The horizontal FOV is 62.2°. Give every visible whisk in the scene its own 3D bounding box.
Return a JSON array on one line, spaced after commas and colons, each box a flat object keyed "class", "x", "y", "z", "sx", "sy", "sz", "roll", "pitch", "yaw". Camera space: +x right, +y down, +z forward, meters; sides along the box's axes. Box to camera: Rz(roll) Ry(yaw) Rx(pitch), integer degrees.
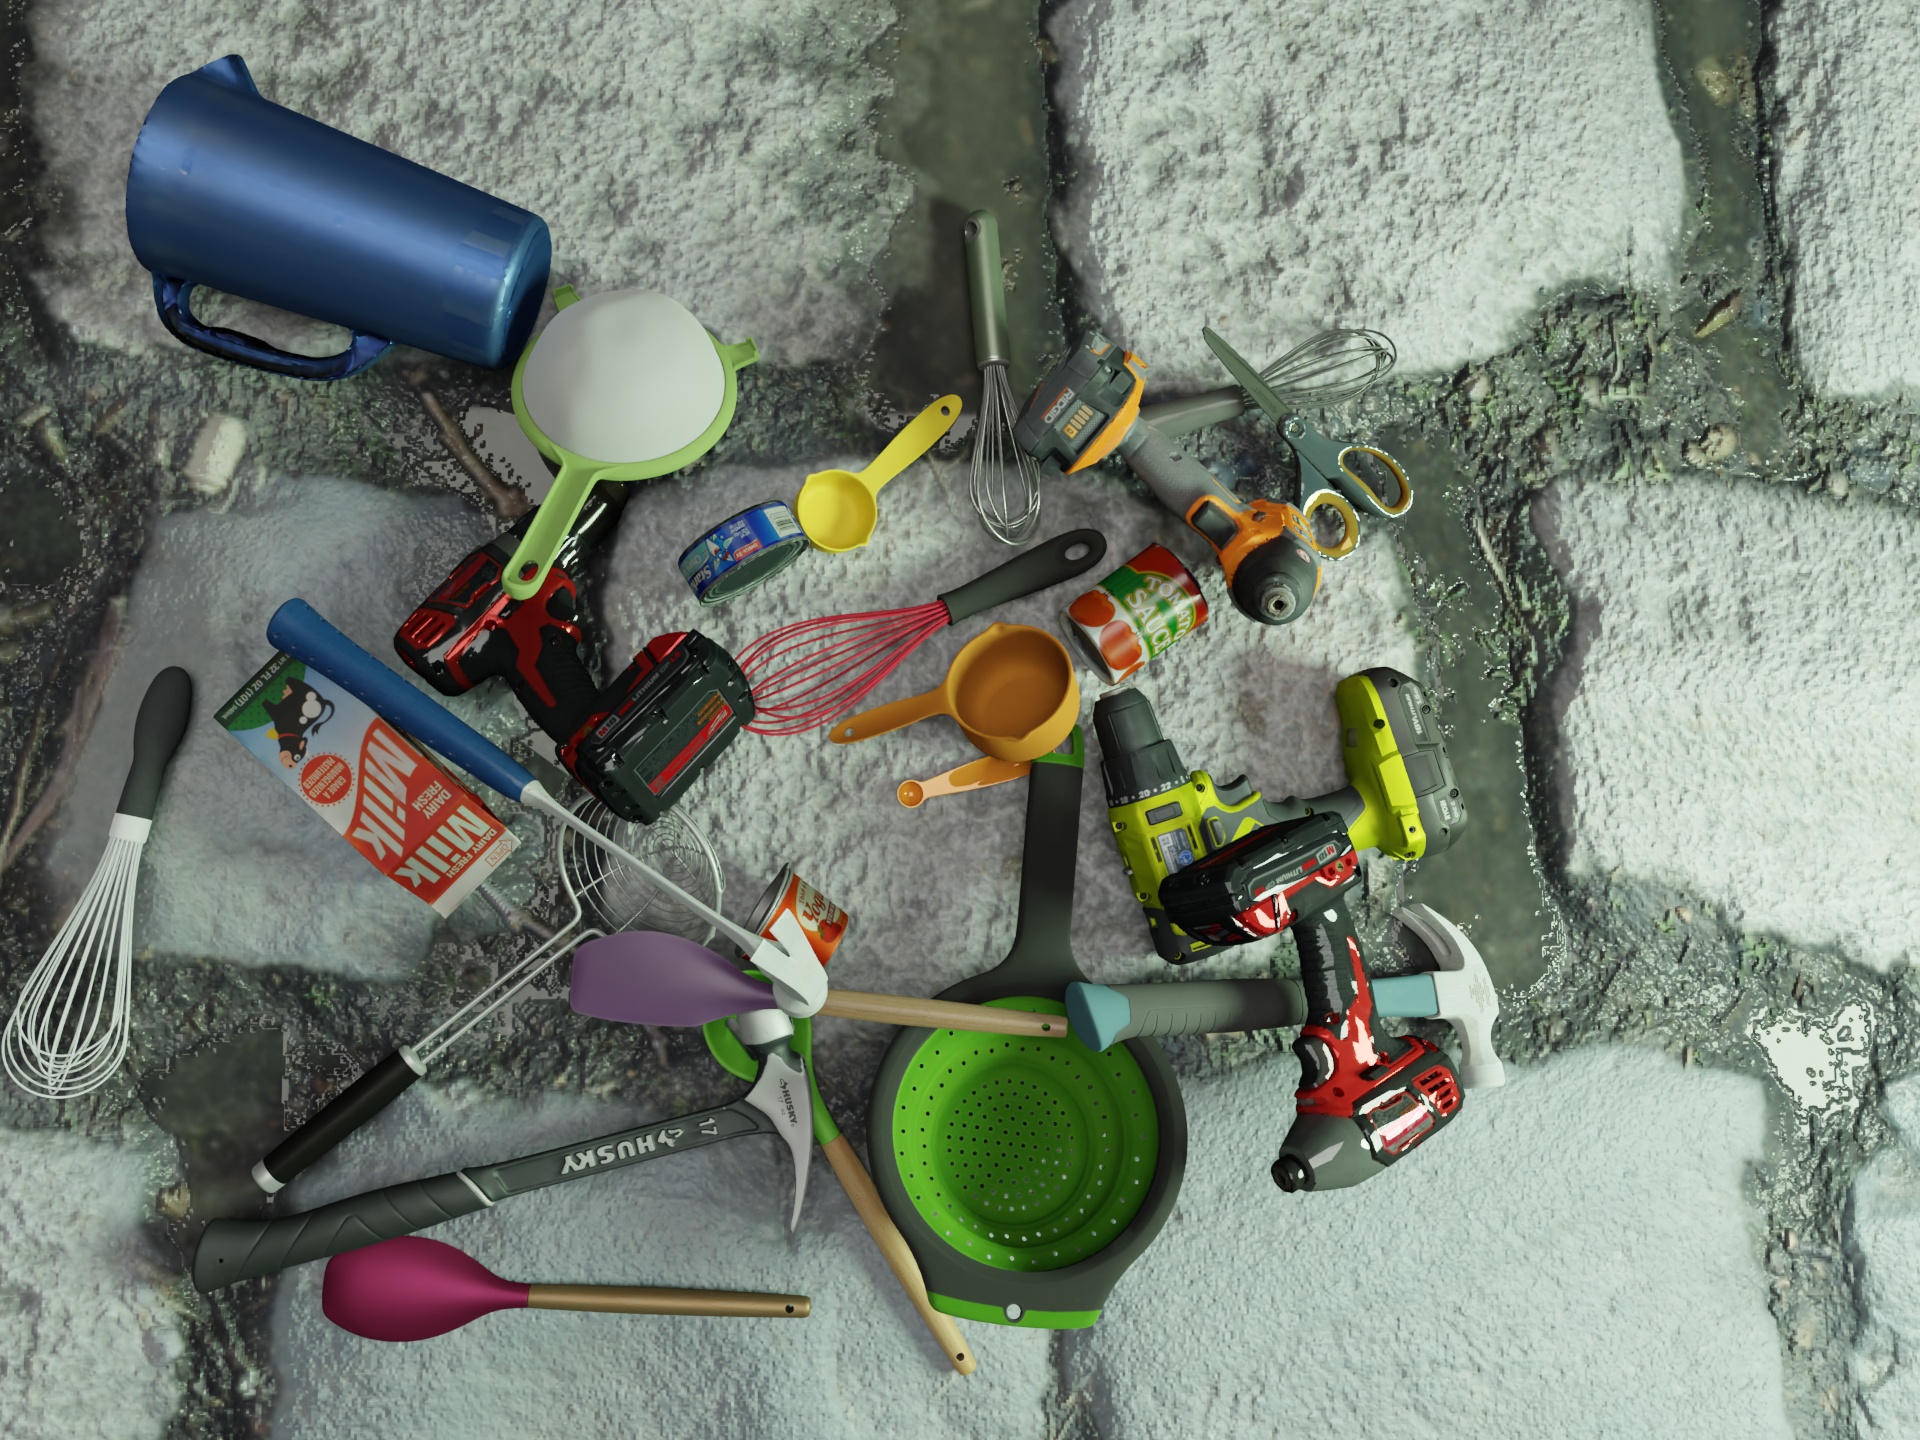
[{"class": "whisk", "x": -0.547, "y": 0.102, "z": 1.032, "sx": 0.070, "sy": 0.070, "sz": 0.285, "roll": 12, "pitch": 79, "yaw": -4}, {"class": "whisk", "x": 0.197, "y": -0.232, "z": 1.137, "sx": 0.239, "sy": 0.055, "sz": 0.055, "roll": -17, "pitch": 87, "yaw": -2}, {"class": "whisk", "x": -0.028, "y": -0.067, "z": 1.096, "sx": 0.296, "sy": 0.073, "sz": 0.073, "roll": -25, "pitch": 88, "yaw": -14}, {"class": "whisk", "x": 0.025, "y": -0.243, "z": 1.124, "sx": 0.059, "sy": 0.058, "sz": 0.246, "roll": 1, "pitch": 80, "yaw": -40}]

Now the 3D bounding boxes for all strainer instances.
[{"class": "strainer", "x": -0.240, "y": -0.195, "z": 1.032, "sx": 0.151, "sy": 0.069, "sz": 0.256, "roll": 17, "pitch": 60, "yaw": 3}]

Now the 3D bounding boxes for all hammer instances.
[{"class": "hammer", "x": -0.250, "y": 0.046, "z": 0.954, "sx": 0.405, "sy": 0.144, "sz": 0.035, "roll": 33, "pitch": 72, "yaw": 8}, {"class": "hammer", "x": 0.221, "y": 0.188, "z": 1.055, "sx": 0.331, "sy": 0.033, "sz": 0.128, "roll": 2, "pitch": 74, "yaw": -25}, {"class": "hammer", "x": -0.292, "y": 0.301, "z": 1.029, "sx": 0.409, "sy": 0.036, "sz": 0.149, "roll": -15, "pitch": 91, "yaw": -2}]

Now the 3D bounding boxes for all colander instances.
[{"class": "colander", "x": 0.047, "y": 0.196, "z": 1.070, "sx": 0.204, "sy": 0.094, "sz": 0.397, "roll": 8, "pitch": 68, "yaw": -3}]

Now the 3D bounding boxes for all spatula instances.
[{"class": "spatula", "x": -0.089, "y": 0.175, "z": 1.006, "sx": 0.316, "sy": 0.018, "sz": 0.060, "roll": 7, "pitch": 90, "yaw": 1}]

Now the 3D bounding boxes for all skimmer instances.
[{"class": "skimmer", "x": -0.311, "y": 0.183, "z": 1.026, "sx": 0.363, "sy": 0.090, "sz": 0.127, "roll": -39, "pitch": 91, "yaw": -7}]

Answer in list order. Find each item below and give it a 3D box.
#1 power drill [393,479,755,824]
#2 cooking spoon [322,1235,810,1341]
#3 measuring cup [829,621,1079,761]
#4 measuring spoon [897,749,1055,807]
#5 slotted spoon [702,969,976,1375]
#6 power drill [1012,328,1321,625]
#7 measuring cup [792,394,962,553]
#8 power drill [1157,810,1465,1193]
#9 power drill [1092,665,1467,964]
[{"class": "power drill", "x": -0.237, "y": -0.058, "z": 1.030, "sx": 0.227, "sy": 0.080, "sz": 0.188, "roll": 34, "pitch": 73, "yaw": 27}, {"class": "cooking spoon", "x": -0.258, "y": 0.381, "z": 1.050, "sx": 0.319, "sy": 0.017, "sz": 0.069, "roll": 4, "pitch": 85, "yaw": -4}, {"class": "measuring cup", "x": -0.002, "y": -0.003, "z": 1.092, "sx": 0.173, "sy": 0.052, "sz": 0.095, "roll": -17, "pitch": 60, "yaw": 10}, {"class": "measuring spoon", "x": 0.011, "y": 0.038, "z": 1.112, "sx": 0.117, "sy": 0.011, "sz": 0.021, "roll": -16, "pitch": 91, "yaw": -10}, {"class": "slotted spoon", "x": -0.076, "y": 0.305, "z": 1.071, "sx": 0.070, "sy": 0.031, "sz": 0.314, "roll": -31, "pitch": 90, "yaw": -7}, {"class": "power drill", "x": 0.145, "y": -0.151, "z": 1.049, "sx": 0.226, "sy": 0.164, "sz": 0.084, "roll": 38, "pitch": 112, "yaw": -8}, {"class": "measuring cup", "x": -0.056, "y": -0.177, "z": 1.120, "sx": 0.156, "sy": 0.029, "sz": 0.062, "roll": -45, "pitch": 102, "yaw": -20}, {"class": "power drill", "x": 0.219, "y": 0.180, "z": 0.997, "sx": 0.143, "sy": 0.078, "sz": 0.219, "roll": -24, "pitch": 90, "yaw": -28}, {"class": "power drill", "x": 0.211, "y": 0.044, "z": 1.096, "sx": 0.228, "sy": 0.080, "sz": 0.190, "roll": -18, "pitch": 90, "yaw": -4}]
